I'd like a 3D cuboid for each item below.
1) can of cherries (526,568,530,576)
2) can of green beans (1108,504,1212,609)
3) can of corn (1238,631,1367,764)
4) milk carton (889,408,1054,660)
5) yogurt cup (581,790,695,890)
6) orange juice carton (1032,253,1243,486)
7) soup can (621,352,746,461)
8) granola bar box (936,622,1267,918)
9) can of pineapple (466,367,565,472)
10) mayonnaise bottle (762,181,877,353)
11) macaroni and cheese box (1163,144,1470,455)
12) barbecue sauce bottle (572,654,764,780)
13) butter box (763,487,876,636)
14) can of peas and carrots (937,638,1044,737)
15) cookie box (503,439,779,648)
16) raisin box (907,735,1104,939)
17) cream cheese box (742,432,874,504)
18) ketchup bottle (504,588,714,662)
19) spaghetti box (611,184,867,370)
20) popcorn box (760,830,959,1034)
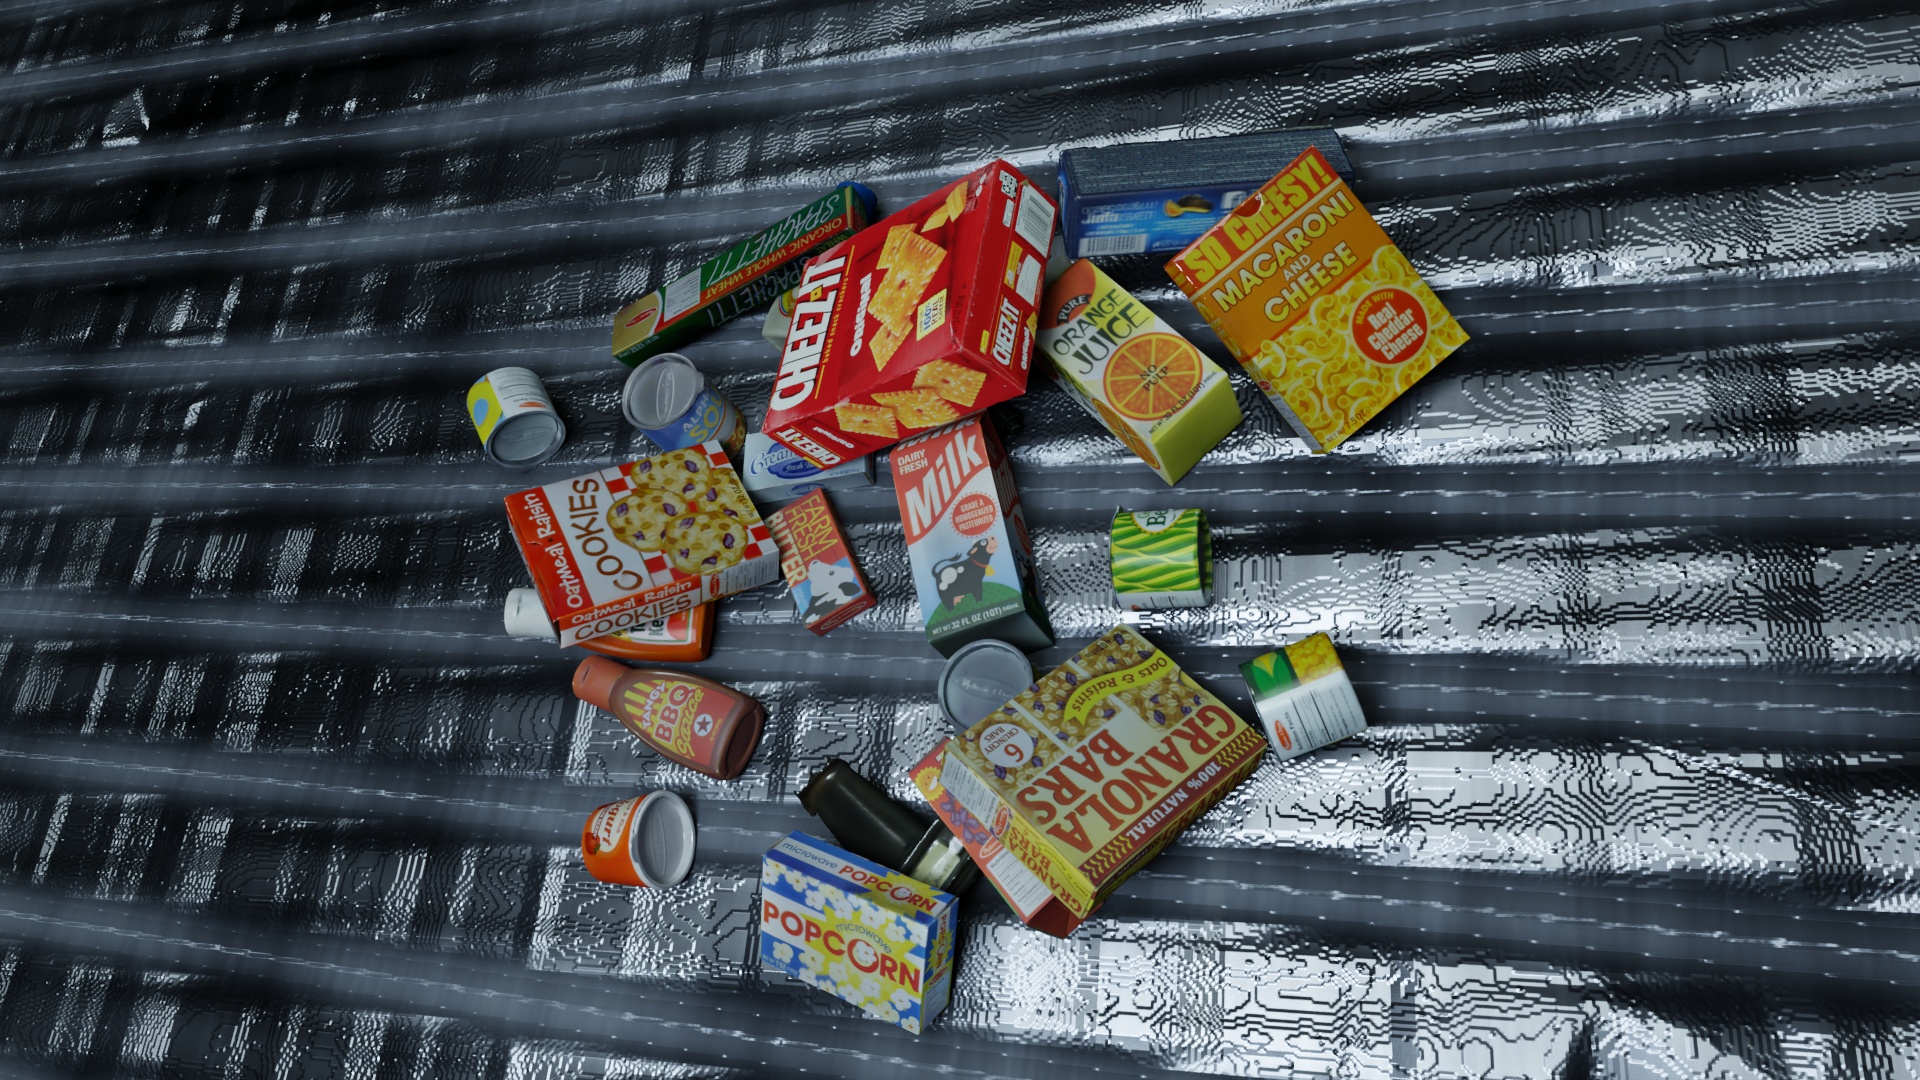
[{"bbox_3d":[-0.298,0.014,1.087,0.058,0.071,0.072,-29,61,8],"label":"can of cherries"},{"bbox_3d":[0.134,0.012,0.924,0.058,0.071,0.071,-3,67,19],"label":"can of green beans"},{"bbox_3d":[0.211,0.096,0.860,0.058,0.071,0.071,-23,62,9],"label":"can of corn"},{"bbox_3d":[0.003,-0.012,0.979,0.072,0.073,0.191,-20,62,12],"label":"milk carton"},{"bbox_3d":[-0.227,0.211,0.973,0.054,0.072,0.072,-9,64,26],"label":"yogurt cup"},{"bbox_3d":[0.107,-0.133,0.995,0.072,0.073,0.193,-43,60,-1],"label":"orange juice carton"},{"bbox_3d":[-0.213,-0.099,1.093,0.071,0.083,0.071,-8,66,17],"label":"soup can"},{"bbox_3d":[0.088,0.134,0.849,0.166,0.038,0.124,-30,58,-35],"label":"granola bar box"},{"bbox_3d":[-0.374,-0.102,1.165,0.071,0.071,0.058,-35,59,3],"label":"can of pineapple"},{"bbox_3d":[-0.109,-0.222,1.132,0.065,0.041,0.148,9,71,31],"label":"mayonnaise bottle"},{"bbox_3d":[0.238,-0.160,0.931,0.124,0.040,0.166,-39,92,0],"label":"macaroni and cheese box"},{"bbox_3d":[-0.218,0.123,1.019,0.148,0.043,0.065,17,79,26],"label":"barbecue sauce bottle"},{"bbox_3d":[-0.106,0.015,1.036,0.053,0.024,0.104,-30,60,7],"label":"butter box"},{"bbox_3d":[0.025,0.108,0.927,0.071,0.058,0.071,-8,66,18],"label":"can of peas and carrots"},{"bbox_3d":[-0.235,-0.002,1.025,0.168,0.040,0.123,-18,55,-23],"label":"cookie box"},{"bbox_3d":[0.029,0.187,0.874,0.040,0.086,0.124,-43,60,1],"label":"raisin box"},{"bbox_3d":[-0.117,-0.063,1.075,0.104,0.024,0.053,-9,63,16],"label":"cream cheese box"},{"bbox_3d":[-0.262,0.057,1.040,0.149,0.043,0.065,2,67,1],"label":"ketchup bottle"},{"bbox_3d":[-0.182,-0.211,1.130,0.249,0.028,0.050,-22,53,24],"label":"spaghetti box"},{"bbox_3d":[-0.067,0.248,0.886,0.127,0.038,0.085,16,114,25],"label":"popcorn box"}]
